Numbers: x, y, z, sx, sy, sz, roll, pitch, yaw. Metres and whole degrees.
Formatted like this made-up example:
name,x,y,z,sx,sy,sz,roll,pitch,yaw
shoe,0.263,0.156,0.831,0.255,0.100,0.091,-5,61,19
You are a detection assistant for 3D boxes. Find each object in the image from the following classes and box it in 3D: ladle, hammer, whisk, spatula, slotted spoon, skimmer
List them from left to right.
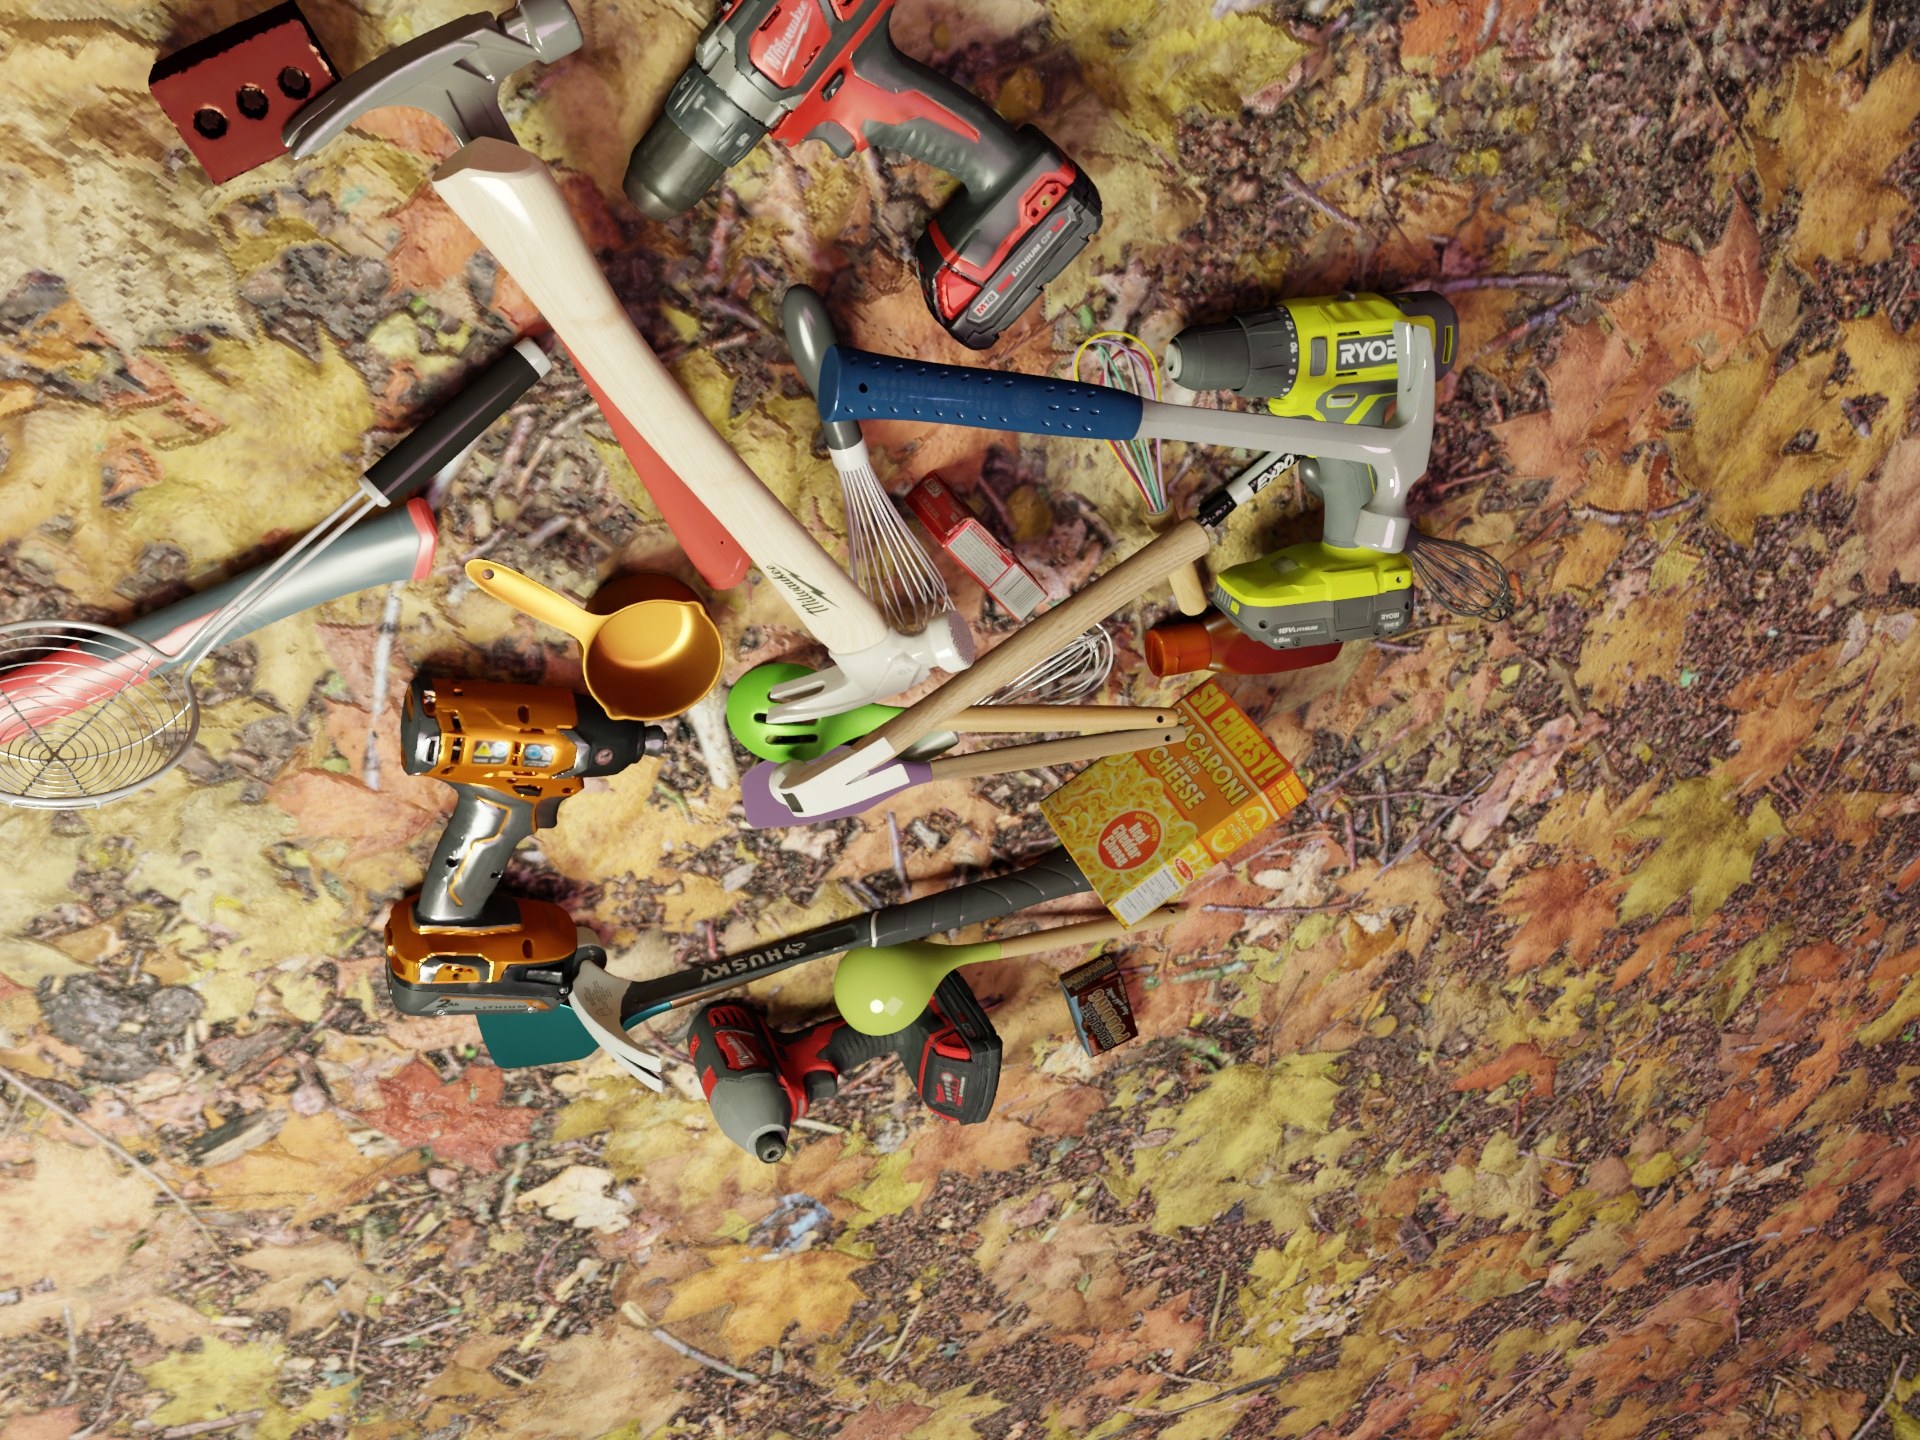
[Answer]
name,x,y,z,sx,sy,sz,roll,pitch,yaw
hammer,-0.482,-0.045,0.891,0.386,0.038,0.143,-26,127,-5
skimmer,-0.368,-0.093,0.839,0.363,0.127,0.090,-43,164,-9
hammer,-0.206,-0.201,0.872,0.149,0.037,0.358,-32,137,-8
hammer,-0.149,-0.141,0.888,0.146,0.038,0.410,-17,135,23
spatula,-0.197,0.191,1.189,0.317,0.044,0.082,-18,128,-17
hammer,-0.078,0.160,1.164,0.409,0.149,0.036,-13,127,-24
whisk,-0.062,-0.139,0.985,0.070,0.070,0.284,-23,129,-7
slotted spoon,-0.002,-0.003,1.090,0.313,0.031,0.070,0,104,-10
whisk,-0.001,0.001,1.133,0.246,0.058,0.059,-31,95,2
spatula,0.004,0.029,1.115,0.316,0.018,0.059,-8,115,-7
hammer,0.028,-0.037,1.031,0.331,0.130,0.031,-34,102,-14
ladle,0.047,0.186,1.265,0.320,0.078,0.062,-6,135,-31
hammer,0.114,-0.185,0.946,0.405,0.035,0.144,2,109,-24
whisk,0.132,-0.162,1.077,0.047,0.051,0.244,-34,132,-6
whisk,0.333,-0.137,1.181,0.238,0.055,0.055,28,108,-30

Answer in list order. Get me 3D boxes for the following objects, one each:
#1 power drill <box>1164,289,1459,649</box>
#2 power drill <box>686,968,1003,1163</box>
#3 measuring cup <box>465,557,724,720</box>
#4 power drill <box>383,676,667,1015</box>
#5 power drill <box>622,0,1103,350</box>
name,x,y,z,sx,sy,sz,roll,pitch,yaw
power drill,0.230,-0.170,1.069,0.190,0.080,0.228,-8,114,-12
power drill,-0.087,0.265,1.211,0.219,0.143,0.078,-5,122,-23
measuring cup,-0.228,-0.067,0.979,0.173,0.052,0.095,29,108,-34
power drill,-0.287,0.080,1.037,0.164,0.084,0.226,3,117,-26
power drill,-0.054,-0.303,0.877,0.226,0.080,0.188,34,112,-33
